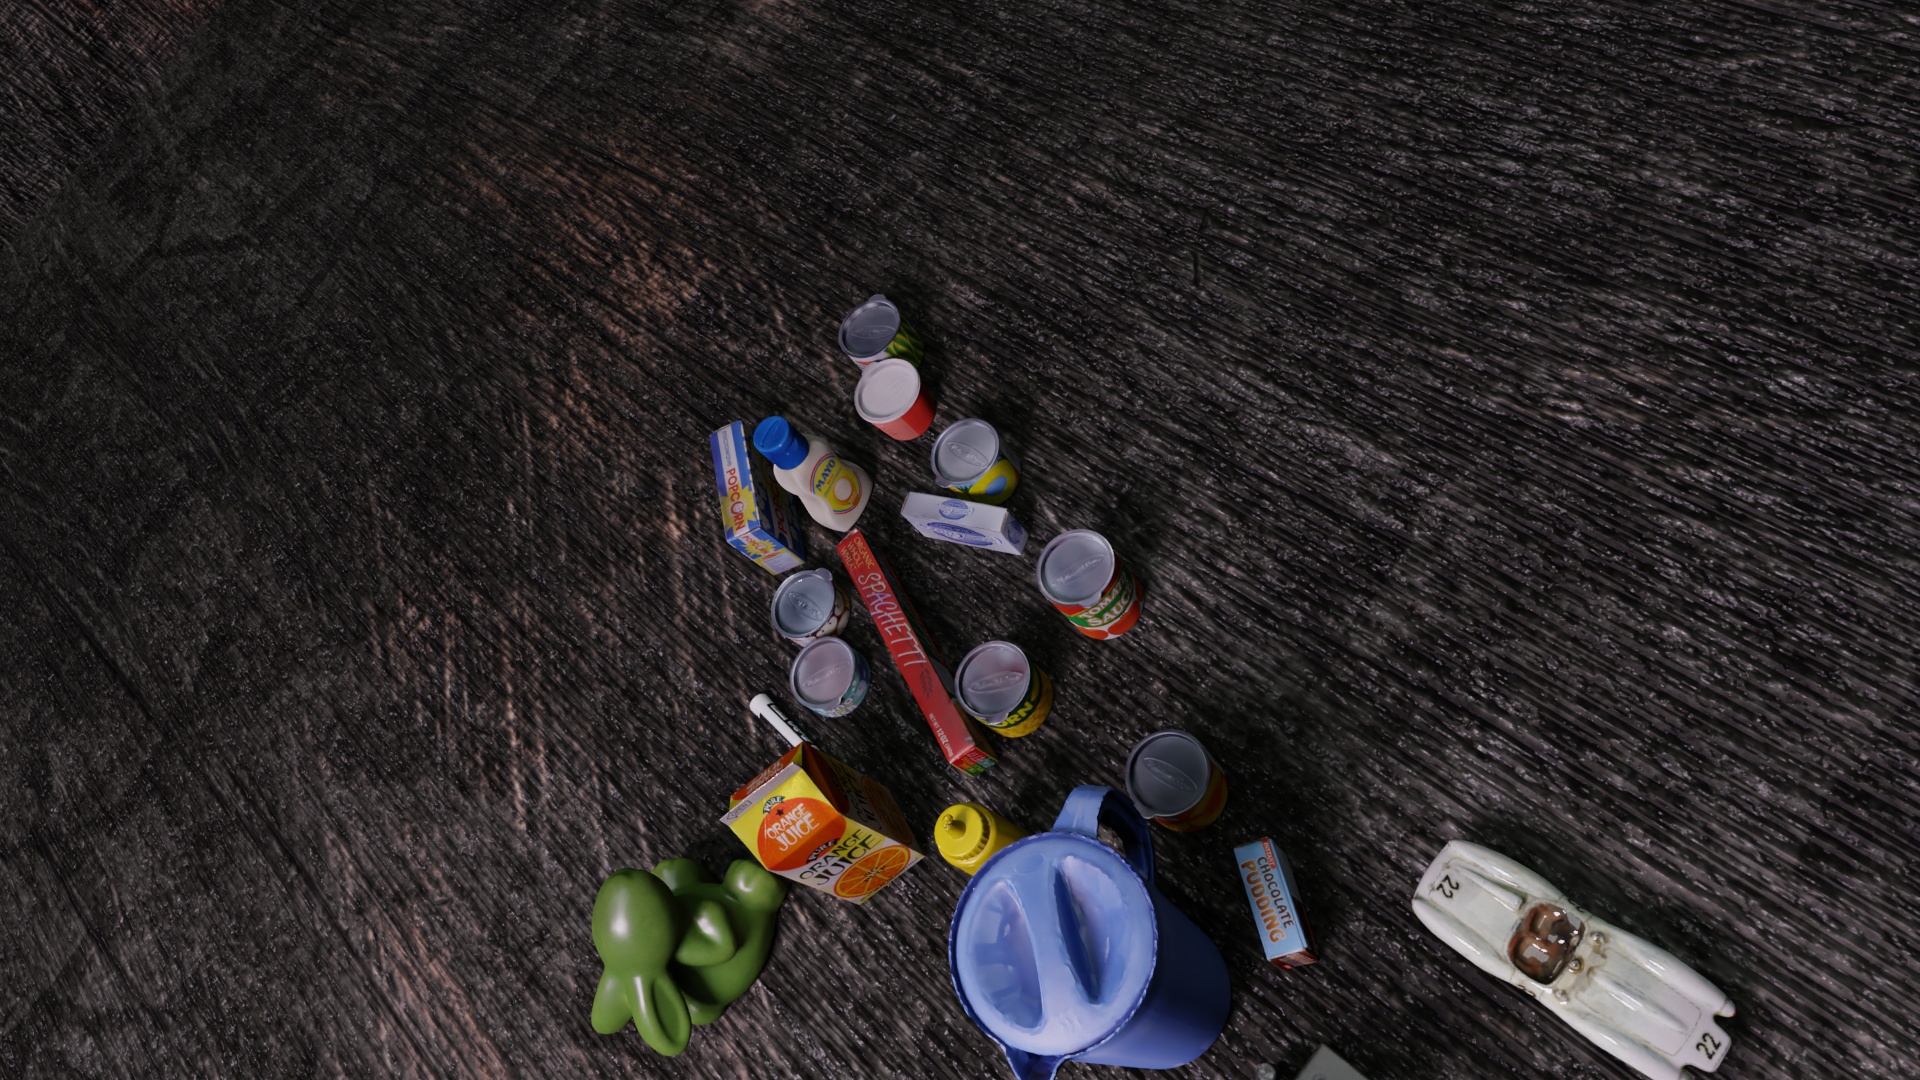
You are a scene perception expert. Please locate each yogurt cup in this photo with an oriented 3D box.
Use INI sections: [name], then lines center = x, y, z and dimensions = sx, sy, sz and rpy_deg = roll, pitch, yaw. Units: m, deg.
[yogurt cup]
center = -0.059, -0.130, 1.317
dimensions = 0.072, 0.054, 0.072
rpy_deg = -11, 62, 21

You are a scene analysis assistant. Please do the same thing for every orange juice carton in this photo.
[orange juice carton]
center = -0.110, 0.219, 1.087
dimensions = 0.072, 0.192, 0.073
rpy_deg = -38, 56, 5

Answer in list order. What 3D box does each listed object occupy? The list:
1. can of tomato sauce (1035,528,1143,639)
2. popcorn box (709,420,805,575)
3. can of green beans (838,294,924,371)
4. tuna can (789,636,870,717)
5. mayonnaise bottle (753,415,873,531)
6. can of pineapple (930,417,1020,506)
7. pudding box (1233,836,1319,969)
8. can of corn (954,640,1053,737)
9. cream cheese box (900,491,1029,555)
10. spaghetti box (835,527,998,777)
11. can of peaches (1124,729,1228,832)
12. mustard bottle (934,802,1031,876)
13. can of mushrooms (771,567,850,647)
[can of tomato sauce]
center = 0.108, 0.038, 1.136
dimensions = 0.071, 0.083, 0.071
rpy_deg = -11, 62, 21
[popcorn box]
center = -0.192, -0.041, 1.319
dimensions = 0.038, 0.085, 0.127
rpy_deg = -24, 58, 14
[can of green beans]
center = -0.076, -0.192, 1.353
dimensions = 0.071, 0.057, 0.071
rpy_deg = -11, 62, 21
[tuna can]
center = -0.115, 0.124, 1.233
dimensions = 0.071, 0.032, 0.071
rpy_deg = -11, 62, 21
[mayonnaise bottle]
center = -0.135, -0.063, 1.264
dimensions = 0.041, 0.147, 0.065
rpy_deg = 21, 77, 32
[can of pineapple]
center = 0.013, -0.067, 1.249
dimensions = 0.071, 0.057, 0.071
rpy_deg = -11, 62, 21
[pudding box]
center = 0.226, 0.259, 0.992
dimensions = 0.030, 0.049, 0.084
rpy_deg = -22, 59, 15
[can of corn]
center = 0.037, 0.126, 1.143
dimensions = 0.071, 0.058, 0.071
rpy_deg = -11, 62, 21
[cream cheese box]
center = 0.004, -0.015, 1.231
dimensions = 0.104, 0.053, 0.024
rpy_deg = 11, 72, 30
[spaghetti box]
center = -0.041, 0.093, 1.202
dimensions = 0.028, 0.050, 0.251
rpy_deg = -36, 56, 7
[can of peaches]
center = 0.163, 0.185, 1.054
dimensions = 0.071, 0.058, 0.071
rpy_deg = -11, 62, 21
[mustard bottle]
center = 0.017, 0.227, 1.042
dimensions = 0.065, 0.160, 0.049
rpy_deg = 27, 80, 33
[can of mushrooms]
center = -0.135, 0.062, 1.272
dimensions = 0.071, 0.033, 0.071
rpy_deg = -11, 62, 21
